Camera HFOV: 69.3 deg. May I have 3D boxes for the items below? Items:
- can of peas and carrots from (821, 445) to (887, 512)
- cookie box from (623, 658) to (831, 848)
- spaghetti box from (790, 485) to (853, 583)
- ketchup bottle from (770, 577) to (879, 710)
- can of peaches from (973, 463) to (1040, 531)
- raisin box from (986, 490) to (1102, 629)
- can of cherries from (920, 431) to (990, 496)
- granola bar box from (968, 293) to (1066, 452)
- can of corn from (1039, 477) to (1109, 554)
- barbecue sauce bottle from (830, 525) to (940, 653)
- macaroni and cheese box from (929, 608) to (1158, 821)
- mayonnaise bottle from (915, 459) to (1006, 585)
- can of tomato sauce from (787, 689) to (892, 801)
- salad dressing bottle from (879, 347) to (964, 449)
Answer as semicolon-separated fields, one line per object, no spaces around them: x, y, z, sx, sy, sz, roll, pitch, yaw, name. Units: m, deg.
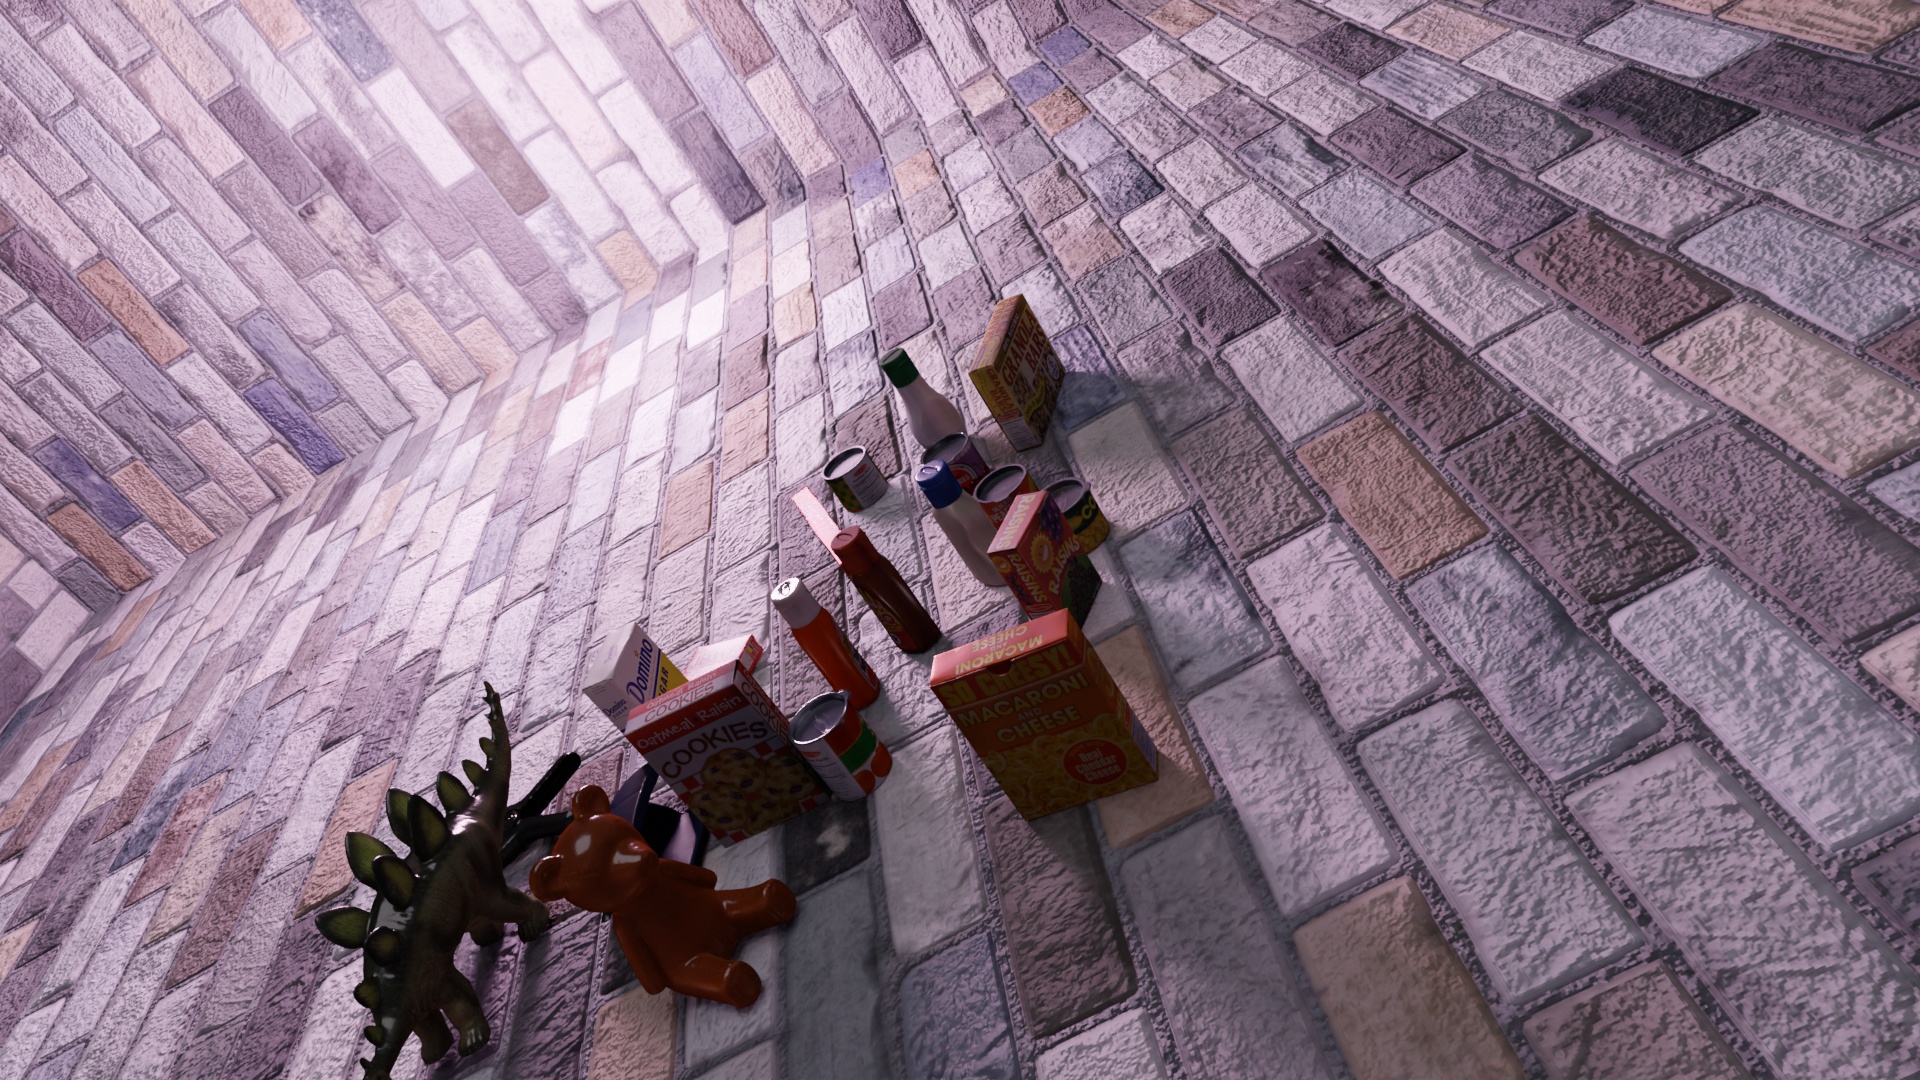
-0.136;-0.079;1.778;0.071;0.058;0.071;-25;30;15;can of peas and carrots
-0.217;0.203;1.313;0.123;0.167;0.040;-26;29;13;cookie box
-0.156;-0.004;1.691;0.029;0.050;0.251;-36;29;-5;spaghetti box
-0.138;0.103;1.406;0.043;0.148;0.065;-32;28;2;ketchup bottle
0.057;-0.041;1.526;0.071;0.058;0.071;-25;30;15;can of peaches
0.083;0.026;1.329;0.040;0.123;0.086;-9;37;37;raisin box
-0.006;-0.086;1.658;0.071;0.058;0.072;-25;30;15;can of cherries
0.071;-0.206;1.696;0.039;0.124;0.166;-16;33;29;granola bar box
0.116;-0.024;1.440;0.071;0.058;0.071;-25;30;15;can of corn
-0.080;0.050;1.429;0.044;0.148;0.065;-46;31;-21;barbecue sauce bottle
0.069;0.144;1.117;0.123;0.166;0.040;-22;30;20;macaroni and cheese box
0.005;-0.018;1.449;0.041;0.147;0.065;-46;31;-22;mayonnaise bottle
-0.111;0.193;1.310;0.071;0.083;0.071;-25;30;15;can of tomato sauce
-0.049;-0.174;1.744;0.064;0.147;0.044;-43;30;-17;salad dressing bottle
